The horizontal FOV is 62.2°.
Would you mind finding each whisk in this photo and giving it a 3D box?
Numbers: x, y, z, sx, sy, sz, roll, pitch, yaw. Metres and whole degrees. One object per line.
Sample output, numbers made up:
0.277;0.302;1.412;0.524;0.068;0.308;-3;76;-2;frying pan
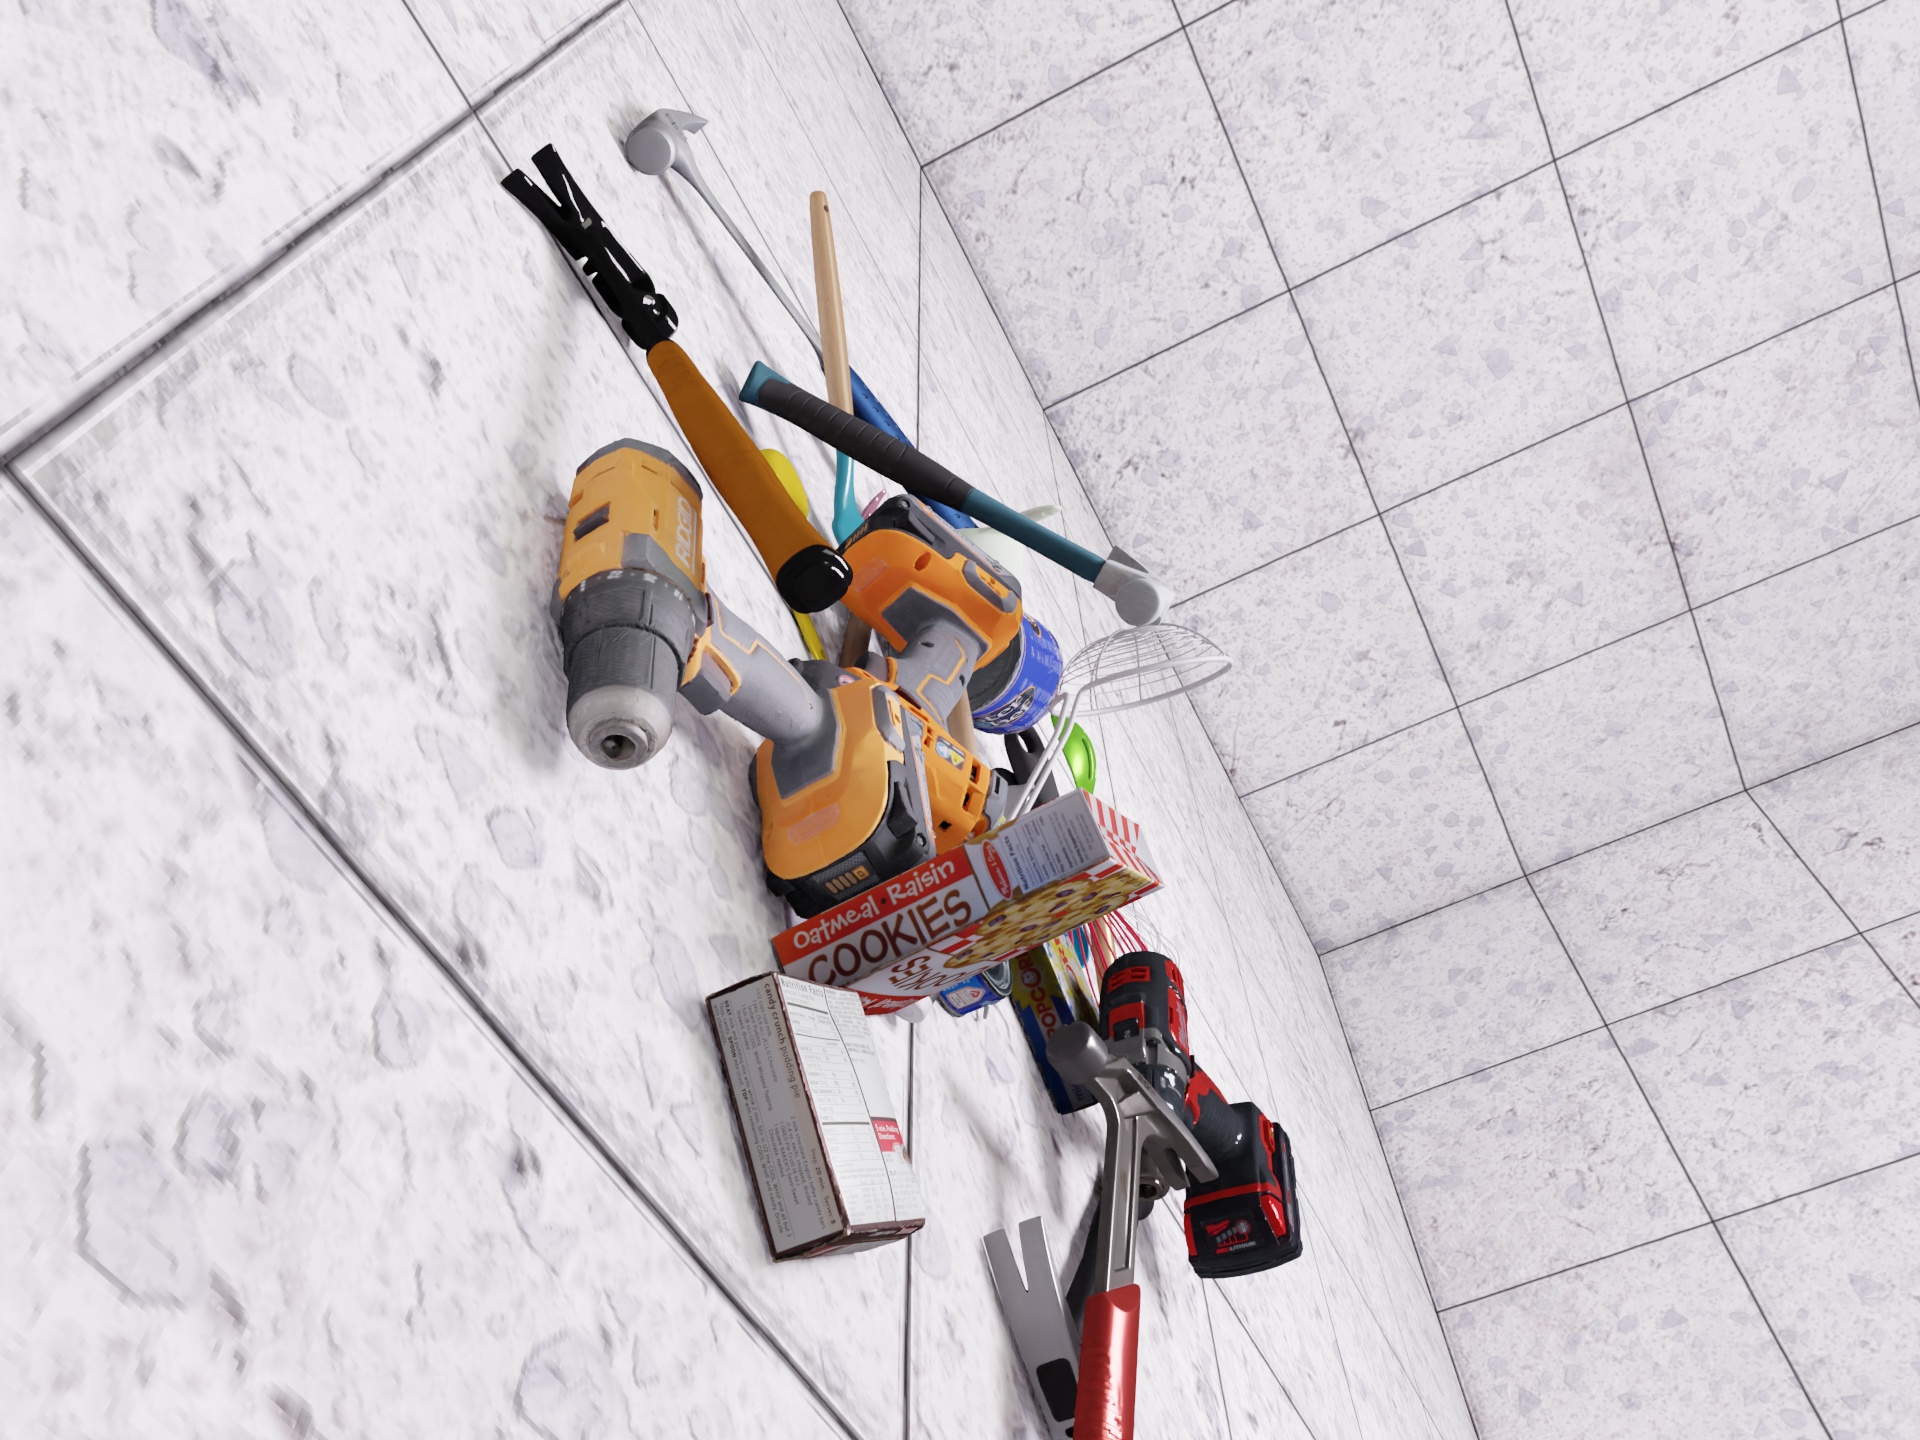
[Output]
0.090;0.128;1.239;0.073;0.073;0.296;38;29;-64;whisk
0.103;0.140;1.348;0.284;0.070;0.070;53;17;-28;whisk

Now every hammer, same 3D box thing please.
0.084;0.329;0.974;0.146;0.035;0.335;67;13;2;hammer
-0.006;-0.153;1.060;0.331;0.033;0.128;30;12;8;hammer
0.080;0.327;0.805;0.149;0.036;0.359;51;28;-25;hammer
-0.105;-0.285;1.208;0.405;0.035;0.144;52;17;-24;hammer
-0.135;-0.164;0.776;0.337;0.034;0.127;55;2;41;hammer

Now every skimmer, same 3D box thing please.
0.066;0.060;0.982;0.090;0.127;0.363;48;48;-17;skimmer

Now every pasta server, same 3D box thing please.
-0.063;-0.084;1.121;0.060;0.040;0.316;49;19;-21;pasta server

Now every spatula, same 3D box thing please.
-0.076;-0.230;1.139;0.082;0.044;0.317;1;80;-55;spatula

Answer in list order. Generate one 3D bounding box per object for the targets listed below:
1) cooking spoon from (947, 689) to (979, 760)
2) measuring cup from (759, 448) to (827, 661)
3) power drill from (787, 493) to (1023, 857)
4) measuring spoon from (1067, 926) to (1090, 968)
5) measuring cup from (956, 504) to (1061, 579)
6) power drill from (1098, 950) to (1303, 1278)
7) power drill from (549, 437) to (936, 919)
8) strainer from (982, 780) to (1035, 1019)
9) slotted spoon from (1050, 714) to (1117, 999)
-0.002;-0.003;1.054;0.068;0.017;0.319;12;49;-27;cooking spoon
-0.101;-0.102;1.010;0.157;0.029;0.062;68;13;12;measuring cup
-0.042;-0.038;0.951;0.164;0.084;0.227;36;35;-21;power drill
0.077;0.139;1.279;0.042;0.021;0.129;17;57;-48;measuring spoon
0.030;-0.124;1.174;0.167;0.083;0.038;-14;-106;63;measuring cup
0.159;0.293;1.098;0.226;0.080;0.188;58;23;-30;power drill
-0.100;0.000;0.726;0.226;0.084;0.186;51;19;-36;power drill
0.024;0.115;1.107;0.259;0.050;0.086;-83;-170;-57;strainer
0.111;0.146;1.292;0.070;0.031;0.314;25;56;-76;slotted spoon
